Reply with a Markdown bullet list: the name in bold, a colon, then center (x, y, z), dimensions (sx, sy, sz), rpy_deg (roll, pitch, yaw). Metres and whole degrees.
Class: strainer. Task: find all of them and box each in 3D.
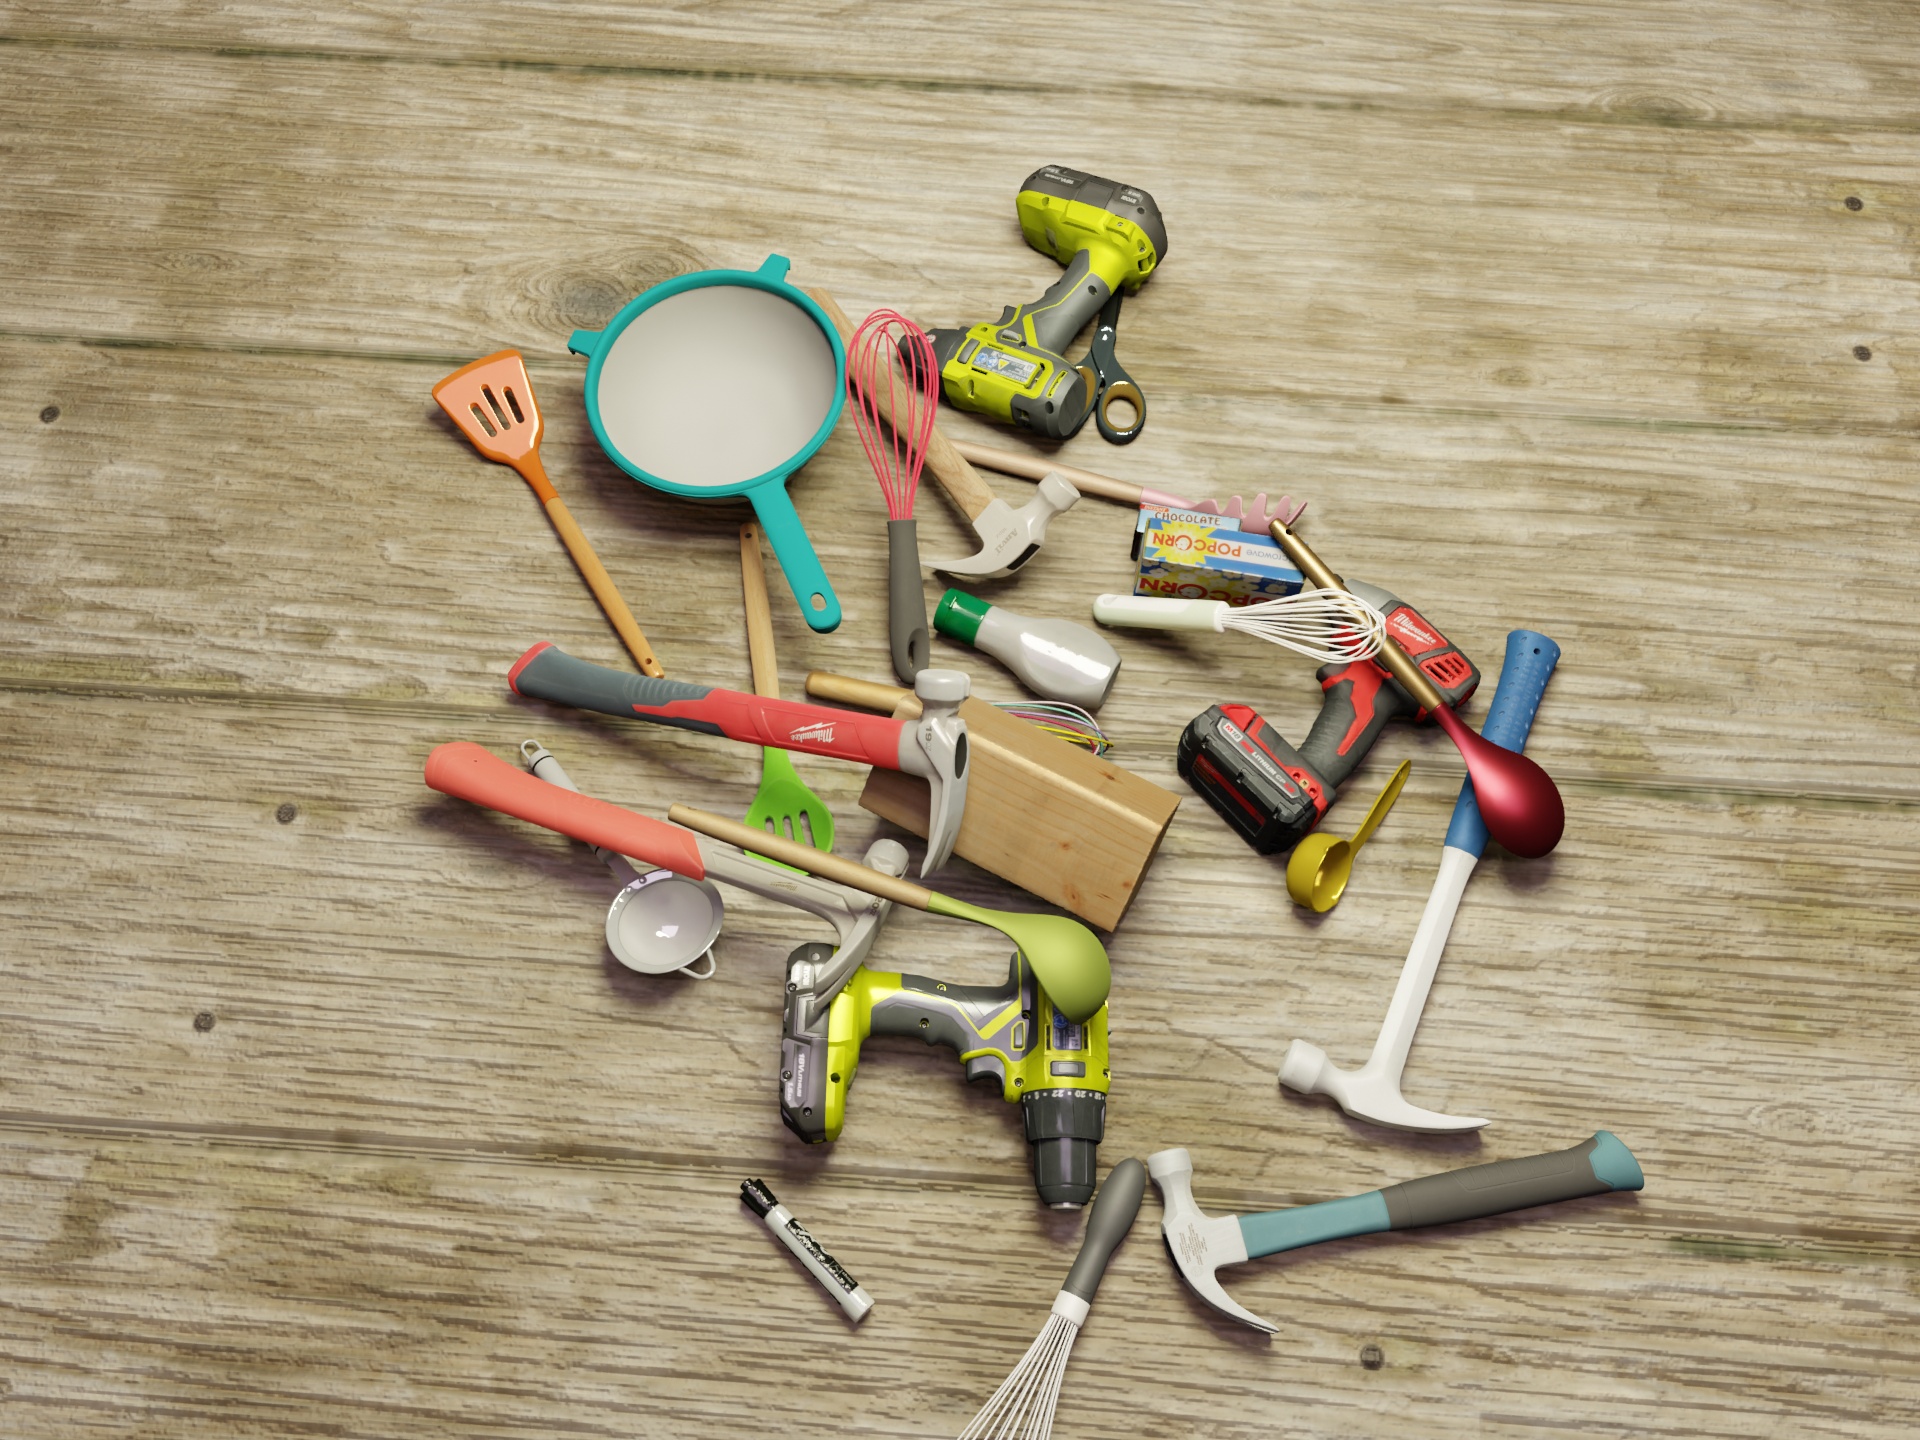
- **strainer**: center (-0.167, -0.202, 1.281), dimensions (0.211, 0.095, 0.341), rpy_deg (-24, 71, -7)
- **strainer**: center (-0.255, 0.103, 1.182), dimensions (0.087, 0.050, 0.259), rpy_deg (-34, 66, -18)

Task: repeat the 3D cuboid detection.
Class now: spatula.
- **spatula**: center (-0.323, -0.163, 1.293), dimensions (0.081, 0.041, 0.323), rpy_deg (-30, 71, -12)

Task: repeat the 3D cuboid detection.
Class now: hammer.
- **hammer**: center (-0.173, 0.010, 1.165), dimensions (0.386, 0.038, 0.143), rpy_deg (10, 102, 25)
- **hammer**: center (0.373, 0.111, 1.179), dimensions (0.144, 0.035, 0.406), rpy_deg (23, 69, 10)
- **hammer**: center (0.302, 0.331, 1.088), dimensions (0.331, 0.033, 0.128), rpy_deg (-10, 67, -4)
- **hammer**: center (-0.225, 0.092, 1.133), dimensions (0.359, 0.036, 0.149), rpy_deg (17, 40, 12)
- **hammer**: center (-0.042, -0.244, 1.309), dimensions (0.130, 0.031, 0.332), rpy_deg (-47, 62, 18)

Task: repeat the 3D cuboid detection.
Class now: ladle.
- **ladle**: center (-0.050, 0.124, 1.073), dimensions (0.320, 0.078, 0.062), rpy_deg (19, 105, 4)
- **ladle**: center (0.334, -0.030, 1.172), dimensions (0.069, 0.031, 0.315), rpy_deg (-35, 79, -22)

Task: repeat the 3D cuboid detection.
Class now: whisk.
- **whisk**: center (0.059, 0.418, 1.044), dimensions (0.070, 0.070, 0.285), rpy_deg (26, 65, 10)
- **whisk**: center (-0.047, -0.176, 1.247), dimensions (0.073, 0.073, 0.296), rpy_deg (-4, 91, -1)
- **whisk**: center (-0.002, -0.003, 1.228), dimensions (0.245, 0.051, 0.047), rpy_deg (12, 24, 10)
- **whisk**: center (0.205, -0.078, 1.200), dimensions (0.246, 0.059, 0.058), rpy_deg (8, 41, 37)

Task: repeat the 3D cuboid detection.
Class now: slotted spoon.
- **slotted spoon**: center (-0.148, -0.019, 1.240), dimensions (0.070, 0.031, 0.314), rpy_deg (-9, 66, -4)

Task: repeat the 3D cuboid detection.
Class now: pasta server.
- **pasta server**: center (0.125, -0.199, 1.309), dimensions (0.316, 0.060, 0.040), rpy_deg (16, 102, 9)

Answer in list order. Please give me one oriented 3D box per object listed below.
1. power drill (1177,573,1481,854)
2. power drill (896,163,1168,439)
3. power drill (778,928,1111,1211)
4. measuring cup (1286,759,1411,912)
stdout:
- **power drill**: center (0.276, -0.014, 1.212), dimensions (0.219, 0.078, 0.143), rpy_deg (-38, 73, -18)
- **power drill**: center (0.062, -0.357, 1.350), dimensions (0.171, 0.080, 0.223), rpy_deg (25, 73, 23)
- **power drill**: center (-0.008, 0.240, 1.105), dimensions (0.228, 0.080, 0.191), rpy_deg (2, 66, -2)
- **measuring cup**: center (0.291, 0.079, 1.193), dimensions (0.029, 0.062, 0.156), rpy_deg (19, 52, 36)
